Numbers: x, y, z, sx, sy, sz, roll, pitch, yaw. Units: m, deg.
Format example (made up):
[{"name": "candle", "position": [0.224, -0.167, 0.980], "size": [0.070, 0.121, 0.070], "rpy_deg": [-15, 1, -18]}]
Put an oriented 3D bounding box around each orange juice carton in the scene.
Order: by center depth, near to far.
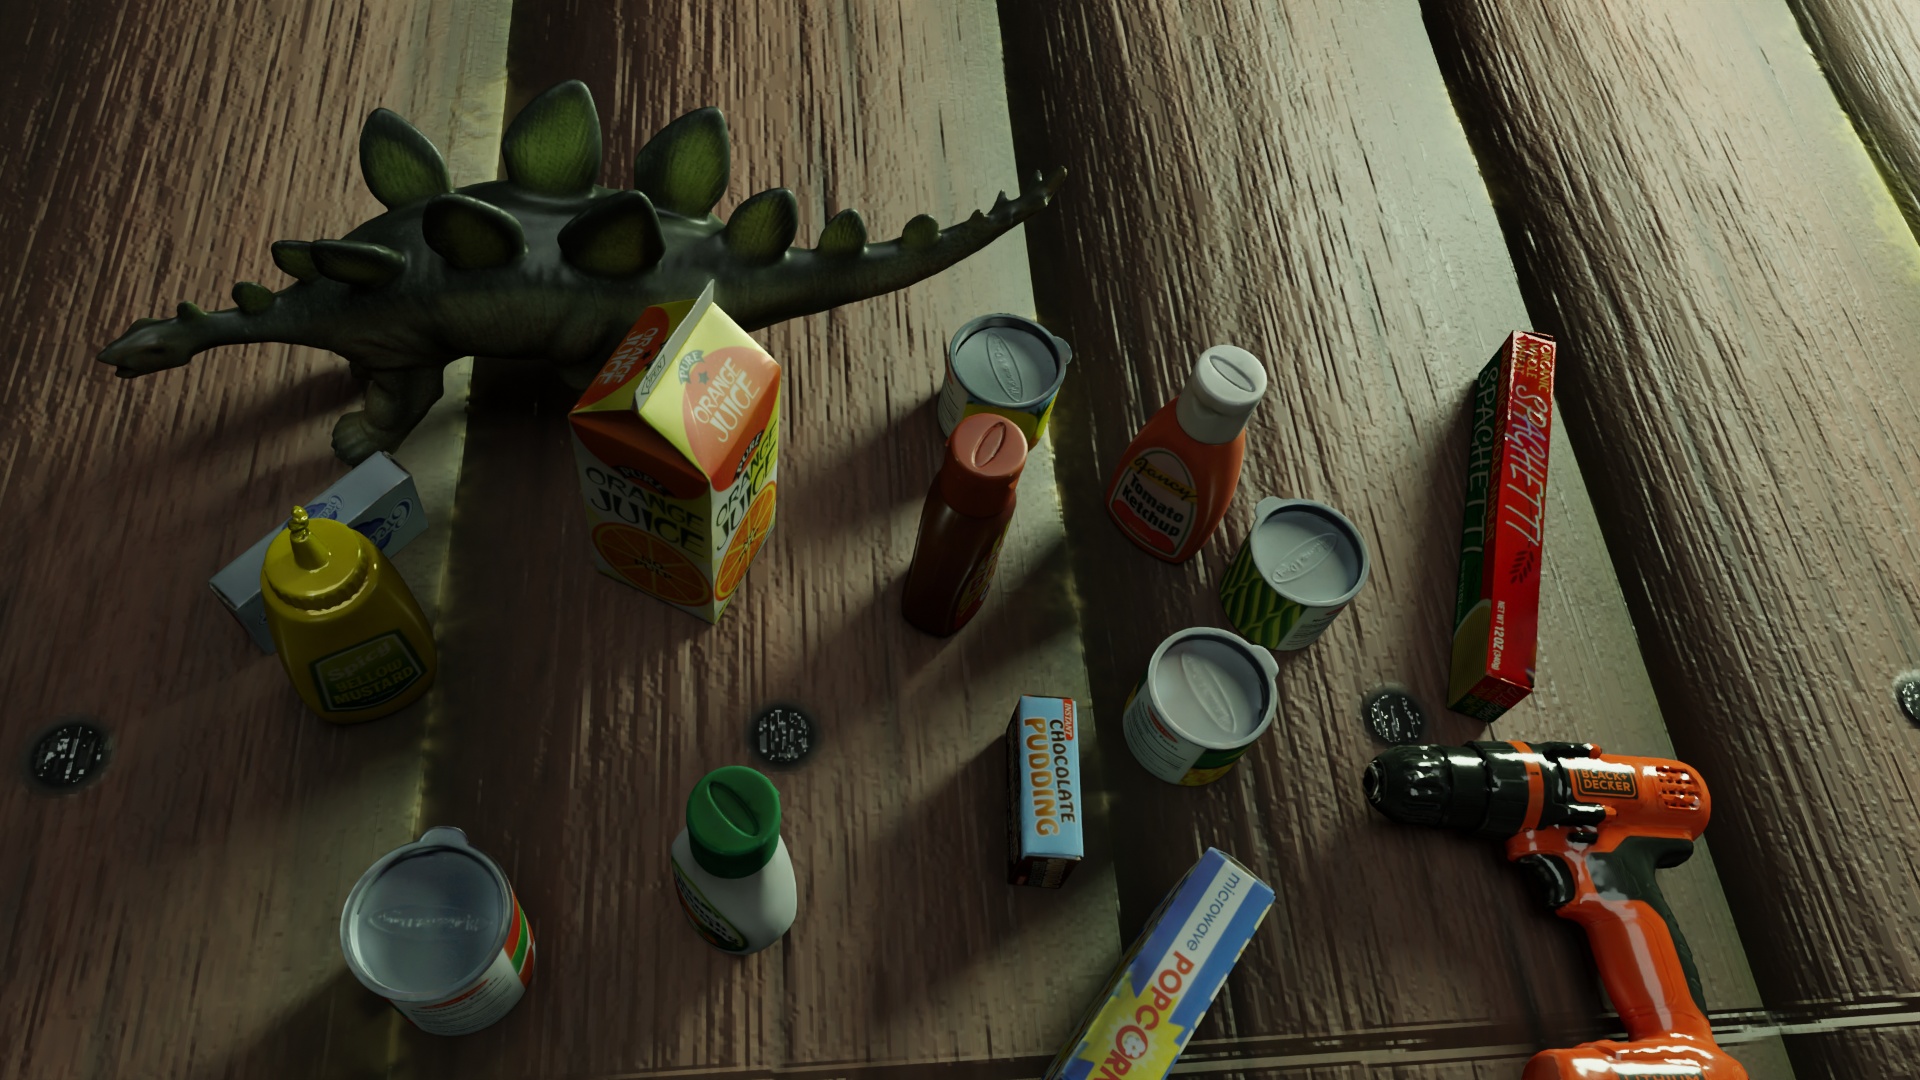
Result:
[{"name": "orange juice carton", "position": [-0.134, -0.042, 0.669], "size": [0.073, 0.191, 0.072], "rpy_deg": [24, 60, 5]}]

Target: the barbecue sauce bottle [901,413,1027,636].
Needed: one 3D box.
[{"name": "barbecue sauce bottle", "position": [0.002, -0.009, 0.698], "size": [0.044, 0.147, 0.065], "rpy_deg": [28, 60, 7]}]

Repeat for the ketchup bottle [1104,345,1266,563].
[{"name": "ketchup bottle", "position": [0.122, -0.046, 0.739], "size": [0.065, 0.148, 0.044], "rpy_deg": [41, 63, 14]}]

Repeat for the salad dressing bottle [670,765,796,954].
[{"name": "salad dressing bottle", "position": [-0.098, 0.138, 0.599], "size": [0.044, 0.147, 0.064], "rpy_deg": [-38, 73, -25]}]

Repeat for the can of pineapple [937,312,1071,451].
[{"name": "can of pineapple", "position": [0.024, -0.087, 0.799], "size": [0.071, 0.057, 0.071], "rpy_deg": [4, 60, -7]}]

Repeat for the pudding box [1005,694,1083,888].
[{"name": "pudding box", "position": [0.041, 0.124, 0.686], "size": [0.030, 0.049, 0.084], "rpy_deg": [4, 60, -7]}]

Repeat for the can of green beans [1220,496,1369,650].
[{"name": "can of green beans", "position": [0.182, 0.019, 0.764], "size": [0.071, 0.057, 0.071], "rpy_deg": [4, 60, -7]}]

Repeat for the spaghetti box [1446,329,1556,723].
[{"name": "spaghetti box", "position": [0.317, -0.016, 0.811], "size": [0.029, 0.050, 0.251], "rpy_deg": [17, 59, 1]}]

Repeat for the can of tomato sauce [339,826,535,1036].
[{"name": "can of tomato sauce", "position": [-0.222, 0.170, 0.598], "size": [0.071, 0.082, 0.071], "rpy_deg": [4, 60, -7]}]

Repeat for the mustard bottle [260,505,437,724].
[{"name": "mustard bottle", "position": [-0.279, 0.031, 0.623], "size": [0.065, 0.159, 0.049], "rpy_deg": [-24, 68, -21]}]

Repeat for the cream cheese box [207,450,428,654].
[{"name": "cream cheese box", "position": [-0.317, 0.006, 0.693], "size": [0.024, 0.053, 0.104], "rpy_deg": [37, 62, 12]}]

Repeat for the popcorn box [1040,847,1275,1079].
[{"name": "popcorn box", "position": [0.085, 0.207, 0.626], "size": [0.038, 0.084, 0.127], "rpy_deg": [36, 61, 11]}]

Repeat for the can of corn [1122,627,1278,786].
[{"name": "can of corn", "position": [0.124, 0.086, 0.717], "size": [0.071, 0.058, 0.071], "rpy_deg": [4, 60, -7]}]
